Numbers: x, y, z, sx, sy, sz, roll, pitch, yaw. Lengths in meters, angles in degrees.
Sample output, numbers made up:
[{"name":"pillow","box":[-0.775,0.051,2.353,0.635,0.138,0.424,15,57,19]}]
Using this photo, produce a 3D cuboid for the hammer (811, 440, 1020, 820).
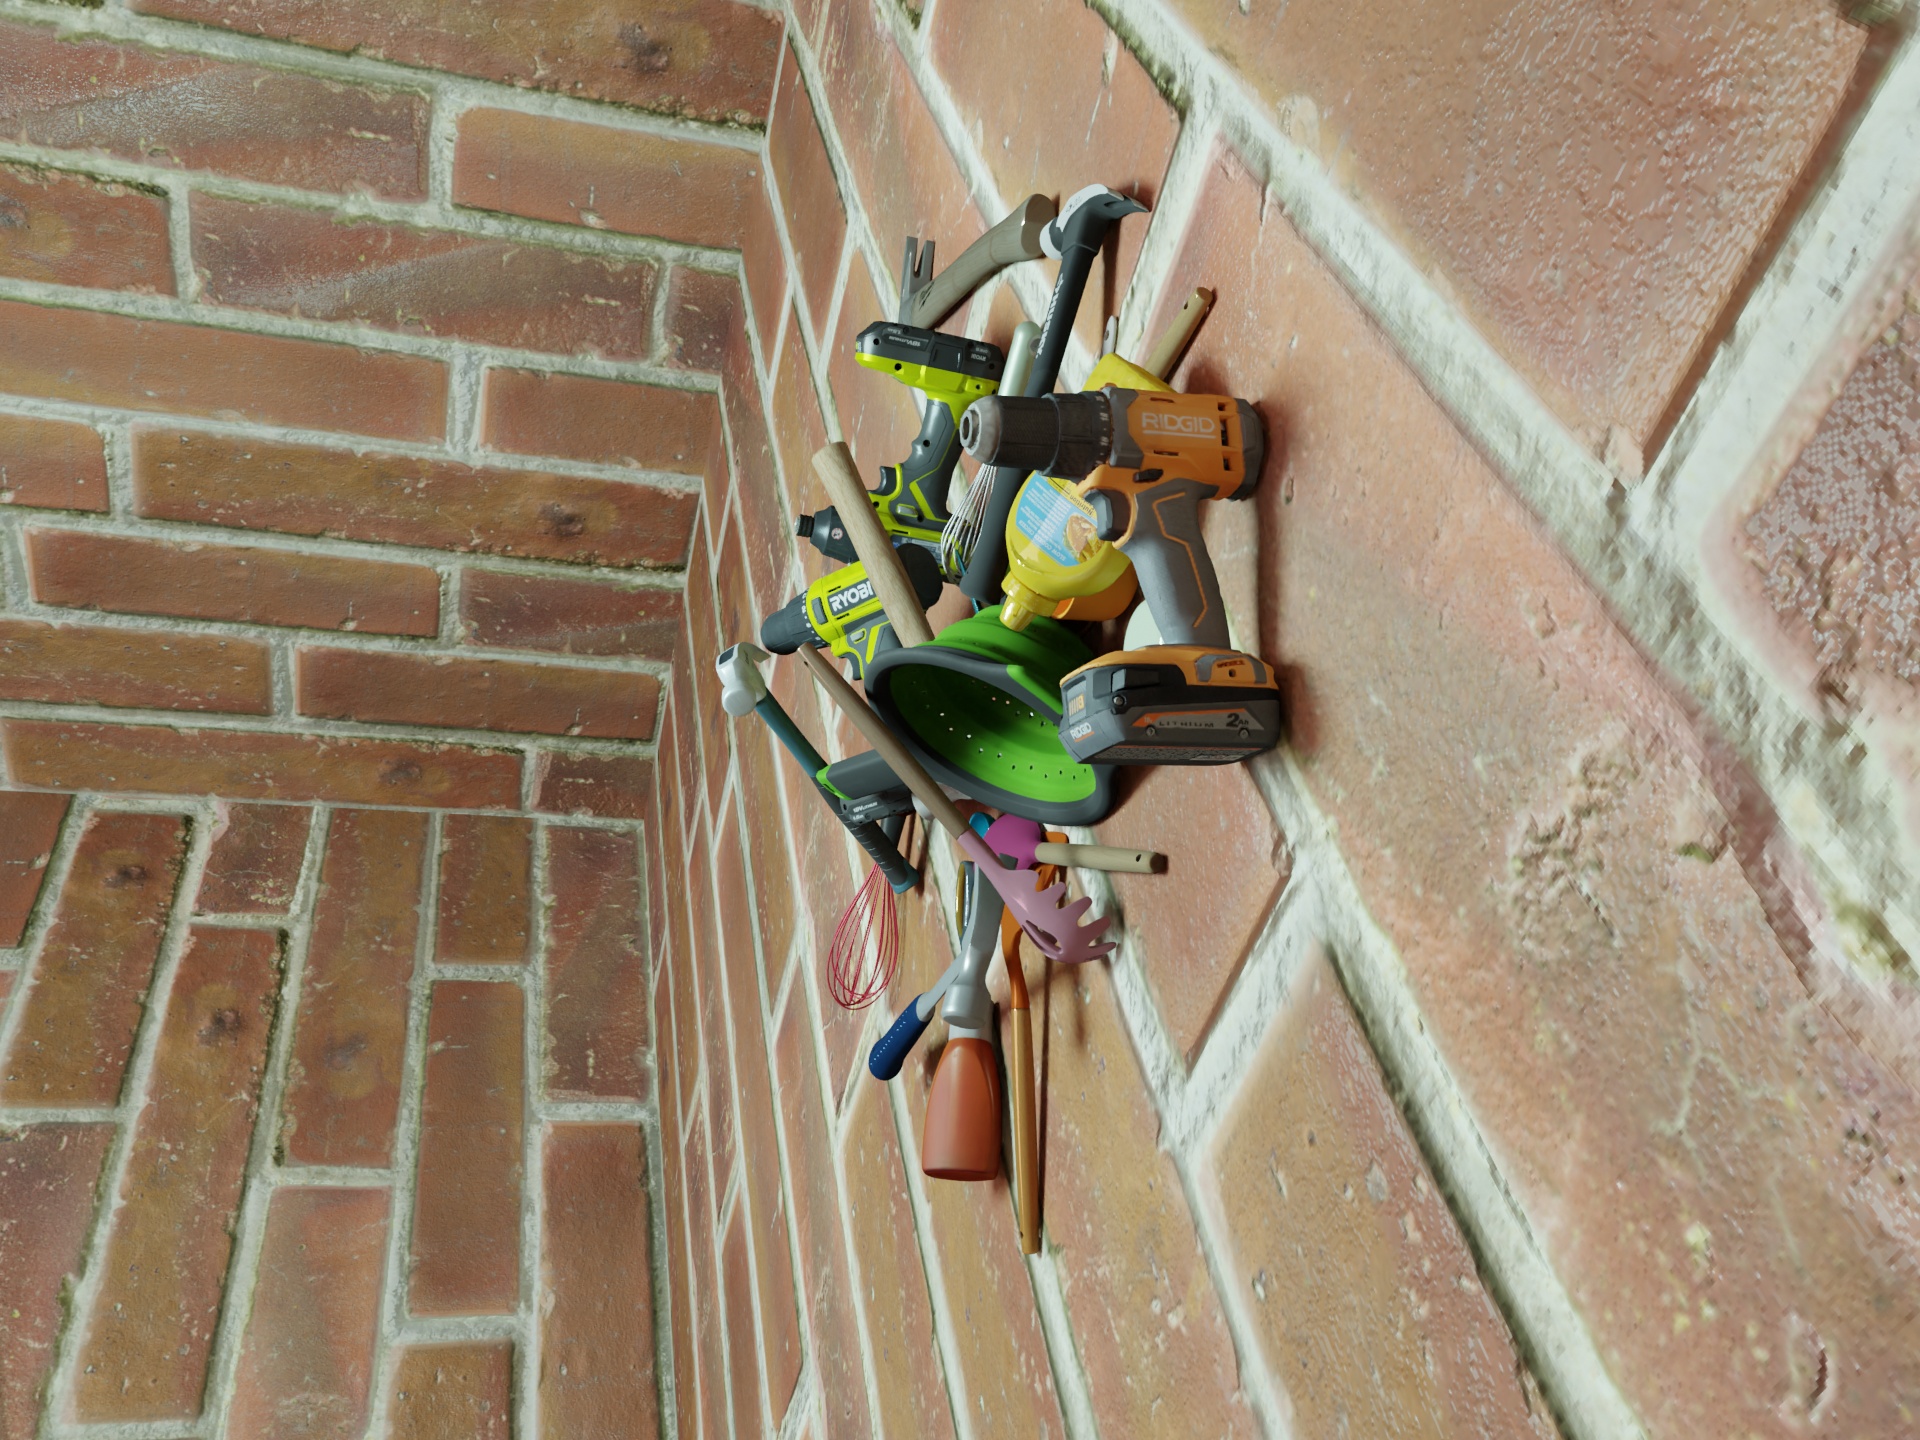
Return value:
[{"name":"hammer","box":[-0.043,-0.090,1.355,0.130,0.031,0.331,-29,80,23]}]

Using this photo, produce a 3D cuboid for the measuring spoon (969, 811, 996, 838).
[{"name":"measuring spoon","box":[0.036,0.134,1.352,0.042,0.021,0.129,-59,40,45]}]

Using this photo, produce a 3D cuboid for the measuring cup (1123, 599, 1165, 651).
[{"name":"measuring cup","box":[0.128,-0.085,1.058,0.083,0.038,0.168,121,146,-56]}]

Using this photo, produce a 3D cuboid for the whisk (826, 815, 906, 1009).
[{"name":"whisk","box":[-0.083,0.161,1.646,0.073,0.073,0.296,-145,66,-70]}]

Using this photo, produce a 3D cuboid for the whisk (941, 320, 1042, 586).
[{"name":"whisk","box":[0.029,-0.232,1.406,0.059,0.057,0.246,31,116,32]}]

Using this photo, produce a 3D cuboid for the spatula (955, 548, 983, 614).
[{"name":"spatula","box":[-0.017,-0.051,1.507,0.317,0.044,0.082,123,132,-59]}]

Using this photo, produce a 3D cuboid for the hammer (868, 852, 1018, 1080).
[{"name":"hammer","box":[-0.025,0.235,1.349,0.405,0.035,0.144,118,167,-62]}]

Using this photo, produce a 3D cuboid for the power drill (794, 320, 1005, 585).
[{"name":"power drill","box":[-0.053,-0.246,1.463,0.080,0.171,0.223,-129,49,-73]}]

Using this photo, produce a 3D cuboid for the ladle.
[{"name":"ladle","box":[0.096,-0.202,1.169,0.320,0.062,0.078,124,150,-53]}]

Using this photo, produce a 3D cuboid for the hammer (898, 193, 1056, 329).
[{"name":"hammer","box":[0.007,-0.445,1.542,0.411,0.038,0.146,-176,92,-72]}]

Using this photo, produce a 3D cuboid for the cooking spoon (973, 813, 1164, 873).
[{"name":"cooking spoon","box":[0.073,0.100,1.200,0.069,0.017,0.319,-67,19,-11]}]

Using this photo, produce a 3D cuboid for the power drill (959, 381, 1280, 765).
[{"name":"power drill","box":[0.094,-0.091,0.935,0.084,0.185,0.226,146,124,-66]}]

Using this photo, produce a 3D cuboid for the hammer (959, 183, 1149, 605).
[{"name":"hammer","box":[0.061,-0.247,1.205,0.146,0.035,0.335,176,111,-71]}]

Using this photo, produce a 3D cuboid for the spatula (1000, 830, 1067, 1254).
[{"name":"spatula","box":[0.057,0.248,1.240,0.081,0.041,0.323,164,105,-68]}]

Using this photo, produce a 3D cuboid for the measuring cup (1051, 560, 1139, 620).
[{"name":"measuring cup","box":[0.104,-0.153,1.135,0.095,0.052,0.173,-123,43,-63]}]

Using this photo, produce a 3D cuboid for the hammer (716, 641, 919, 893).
[{"name":"hammer","box":[-0.131,0.054,1.516,0.330,0.033,0.128,55,-171,-33]}]

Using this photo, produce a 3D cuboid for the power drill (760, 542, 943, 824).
[{"name":"power drill","box":[-0.082,-0.027,1.443,0.190,0.080,0.228,-20,85,33]}]

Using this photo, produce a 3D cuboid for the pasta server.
[{"name":"pasta server","box":[-0.009,0.058,1.152,0.316,0.040,0.060,48,148,11]}]

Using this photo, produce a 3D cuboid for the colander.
[{"name":"colander","box":[-0.002,-0.004,1.236,0.397,0.204,0.094,-19,36,58]}]

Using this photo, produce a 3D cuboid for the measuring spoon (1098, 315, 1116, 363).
[{"name":"measuring spoon","box":[0.100,-0.250,1.225,0.034,0.018,0.124,-126,44,-64]}]
